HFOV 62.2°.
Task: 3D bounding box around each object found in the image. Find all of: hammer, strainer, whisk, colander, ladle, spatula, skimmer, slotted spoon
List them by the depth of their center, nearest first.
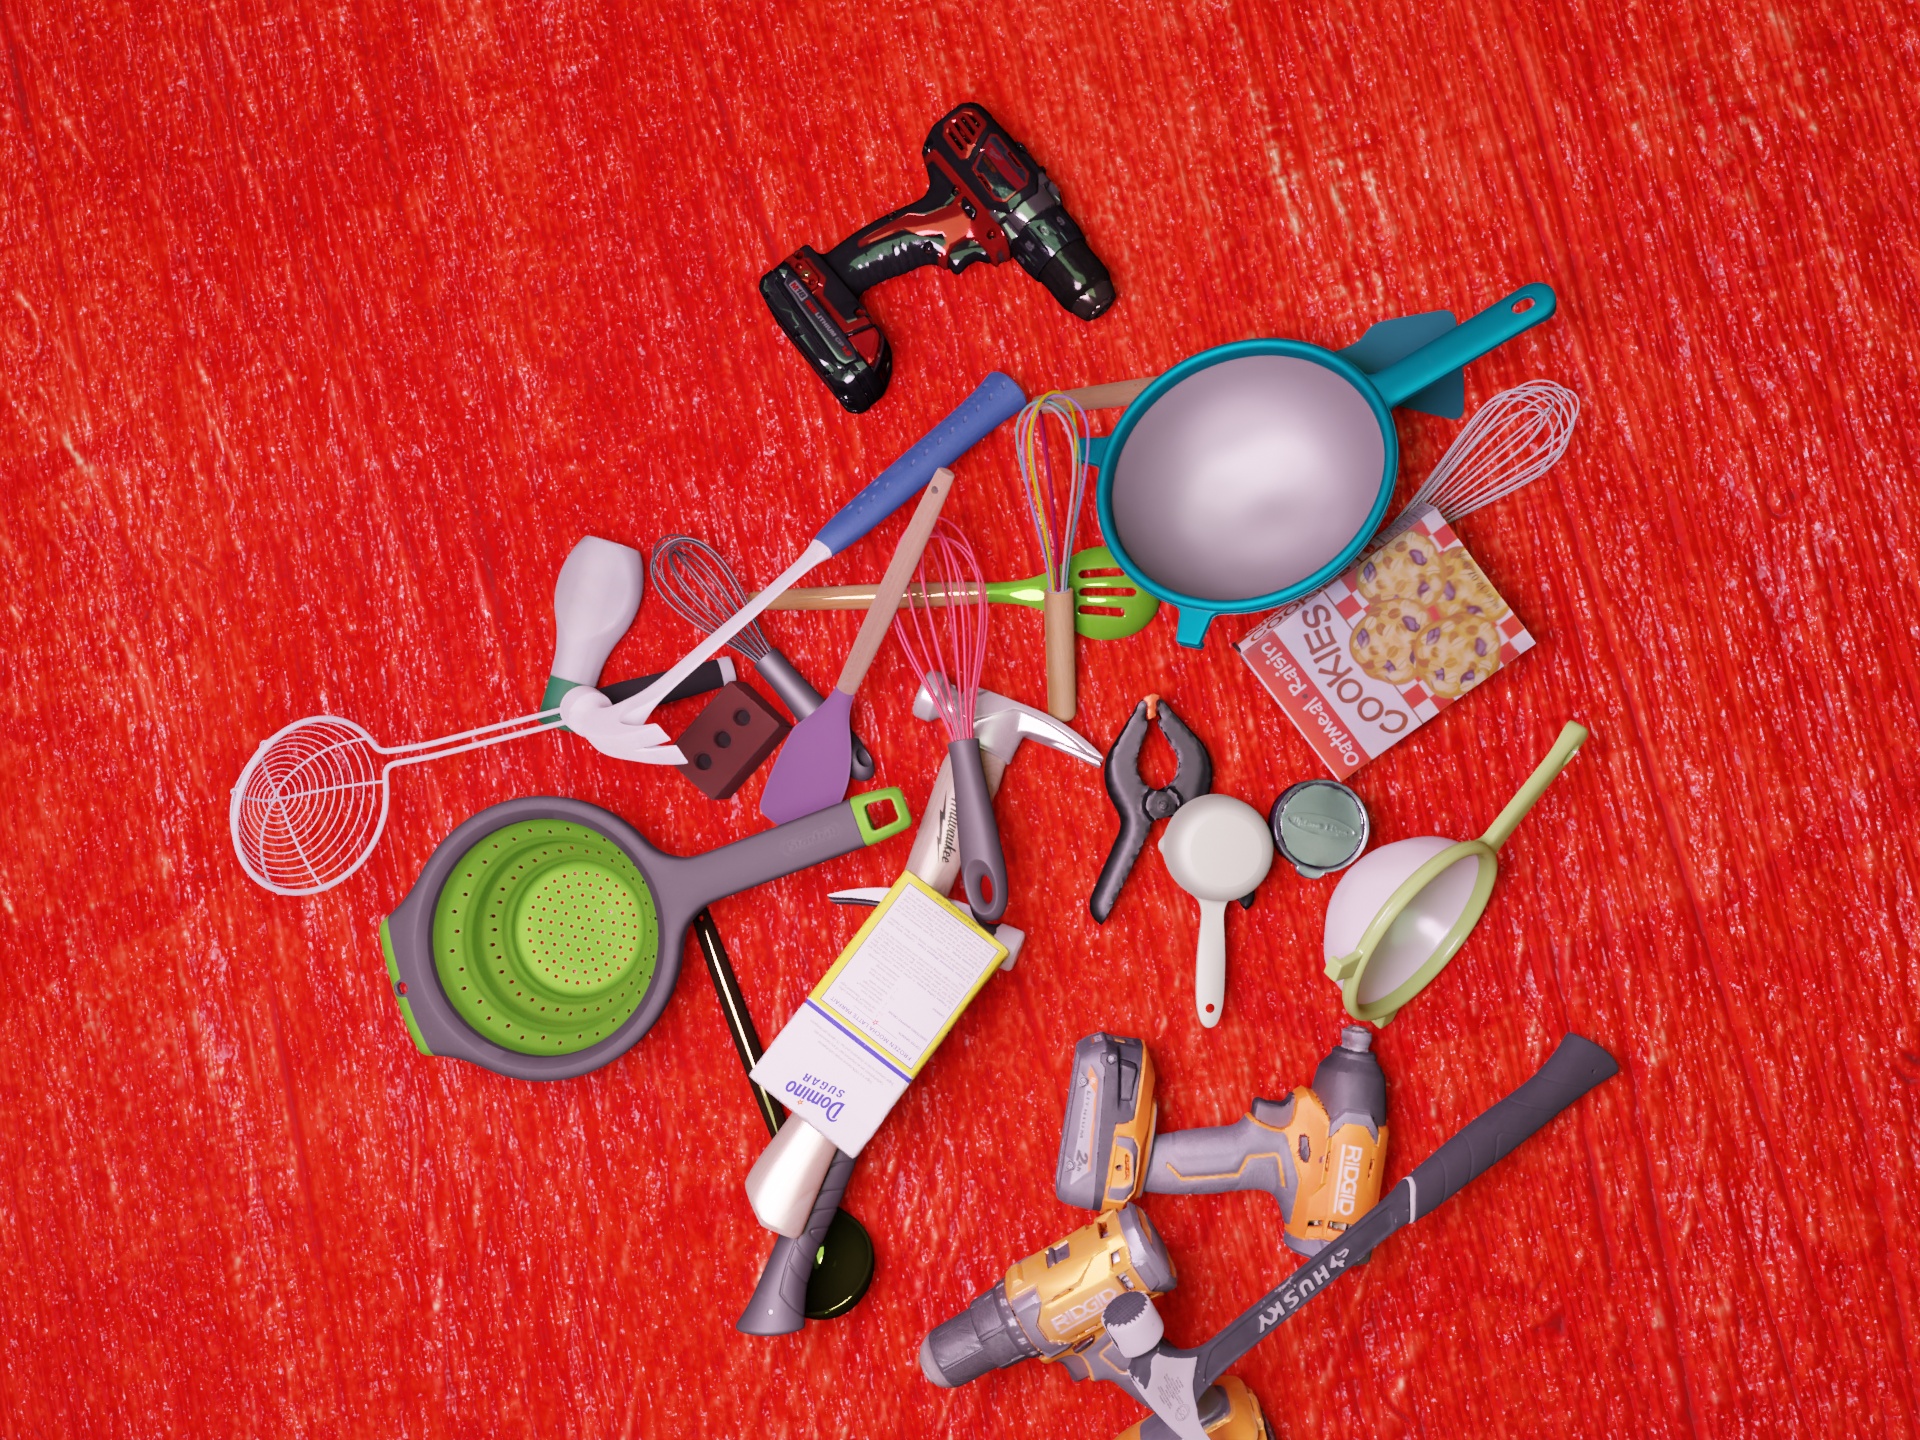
[{"bbox_3d":[0.291,0.341,1.075,0.409,0.036,0.149,-32,103,-15],"label":"hammer"},{"bbox_3d":[0.333,0.091,1.111,0.069,0.151,0.256,38,88,36],"label":"strainer"},{"bbox_3d":[0.264,-0.190,1.121,0.340,0.095,0.211,-30,61,9],"label":"strainer"},{"bbox_3d":[-0.103,-0.114,1.135,0.405,0.144,0.035,-43,123,-16],"label":"hammer"},{"bbox_3d":[-0.002,-0.004,1.136,0.073,0.073,0.296,-10,82,6],"label":"whisk"},{"bbox_3d":[-0.036,0.172,1.139,0.146,0.038,0.411,22,77,7],"label":"hammer"},{"bbox_3d":[-0.071,-0.042,1.142,0.060,0.018,0.315,32,118,11],"label":"spatula"},{"bbox_3d":[0.066,-0.114,1.142,0.051,0.047,0.244,2,112,14],"label":"whisk"},{"bbox_3d":[-0.332,0.024,1.146,0.363,0.090,0.127,-16,120,-14],"label":"skimmer"},{"bbox_3d":[-0.082,0.279,1.147,0.146,0.035,0.335,21,76,8],"label":"hammer"},{"bbox_3d":[0.328,-0.142,1.150,0.284,0.070,0.070,-41,84,7],"label":"whisk"},{"bbox_3d":[-0.220,0.130,1.175,0.397,0.094,0.204,-20,85,5],"label":"colander"},{"bbox_3d":[-0.145,0.284,1.180,0.078,0.062,0.320,-22,82,1],"label":"ladle"},{"bbox_3d":[0.212,-0.251,1.184,0.317,0.044,0.082,-5,87,11],"label":"spatula"},{"bbox_3d":[-0.147,-0.045,1.195,0.055,0.055,0.239,-41,91,3],"label":"whisk"},{"bbox_3d":[-0.007,-0.093,1.198,0.314,0.031,0.070,-1,91,8],"label":"slotted spoon"}]

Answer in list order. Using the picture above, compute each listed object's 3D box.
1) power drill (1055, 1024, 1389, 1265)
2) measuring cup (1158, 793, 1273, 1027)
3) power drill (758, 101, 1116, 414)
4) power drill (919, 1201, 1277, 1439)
[{"bbox_3d":[0.190,0.285,1.131,0.226,0.084,0.164,9,88,2],"label":"power drill"},{"bbox_3d":[0.183,0.136,1.128,0.083,0.038,0.167,3,88,-3],"label":"measuring cup"},{"bbox_3d":[-0.015,-0.327,1.188,0.226,0.080,0.188,-38,84,0],"label":"power drill"},{"bbox_3d":[0.097,0.461,1.097,0.185,0.084,0.226,-31,105,7],"label":"power drill"}]
